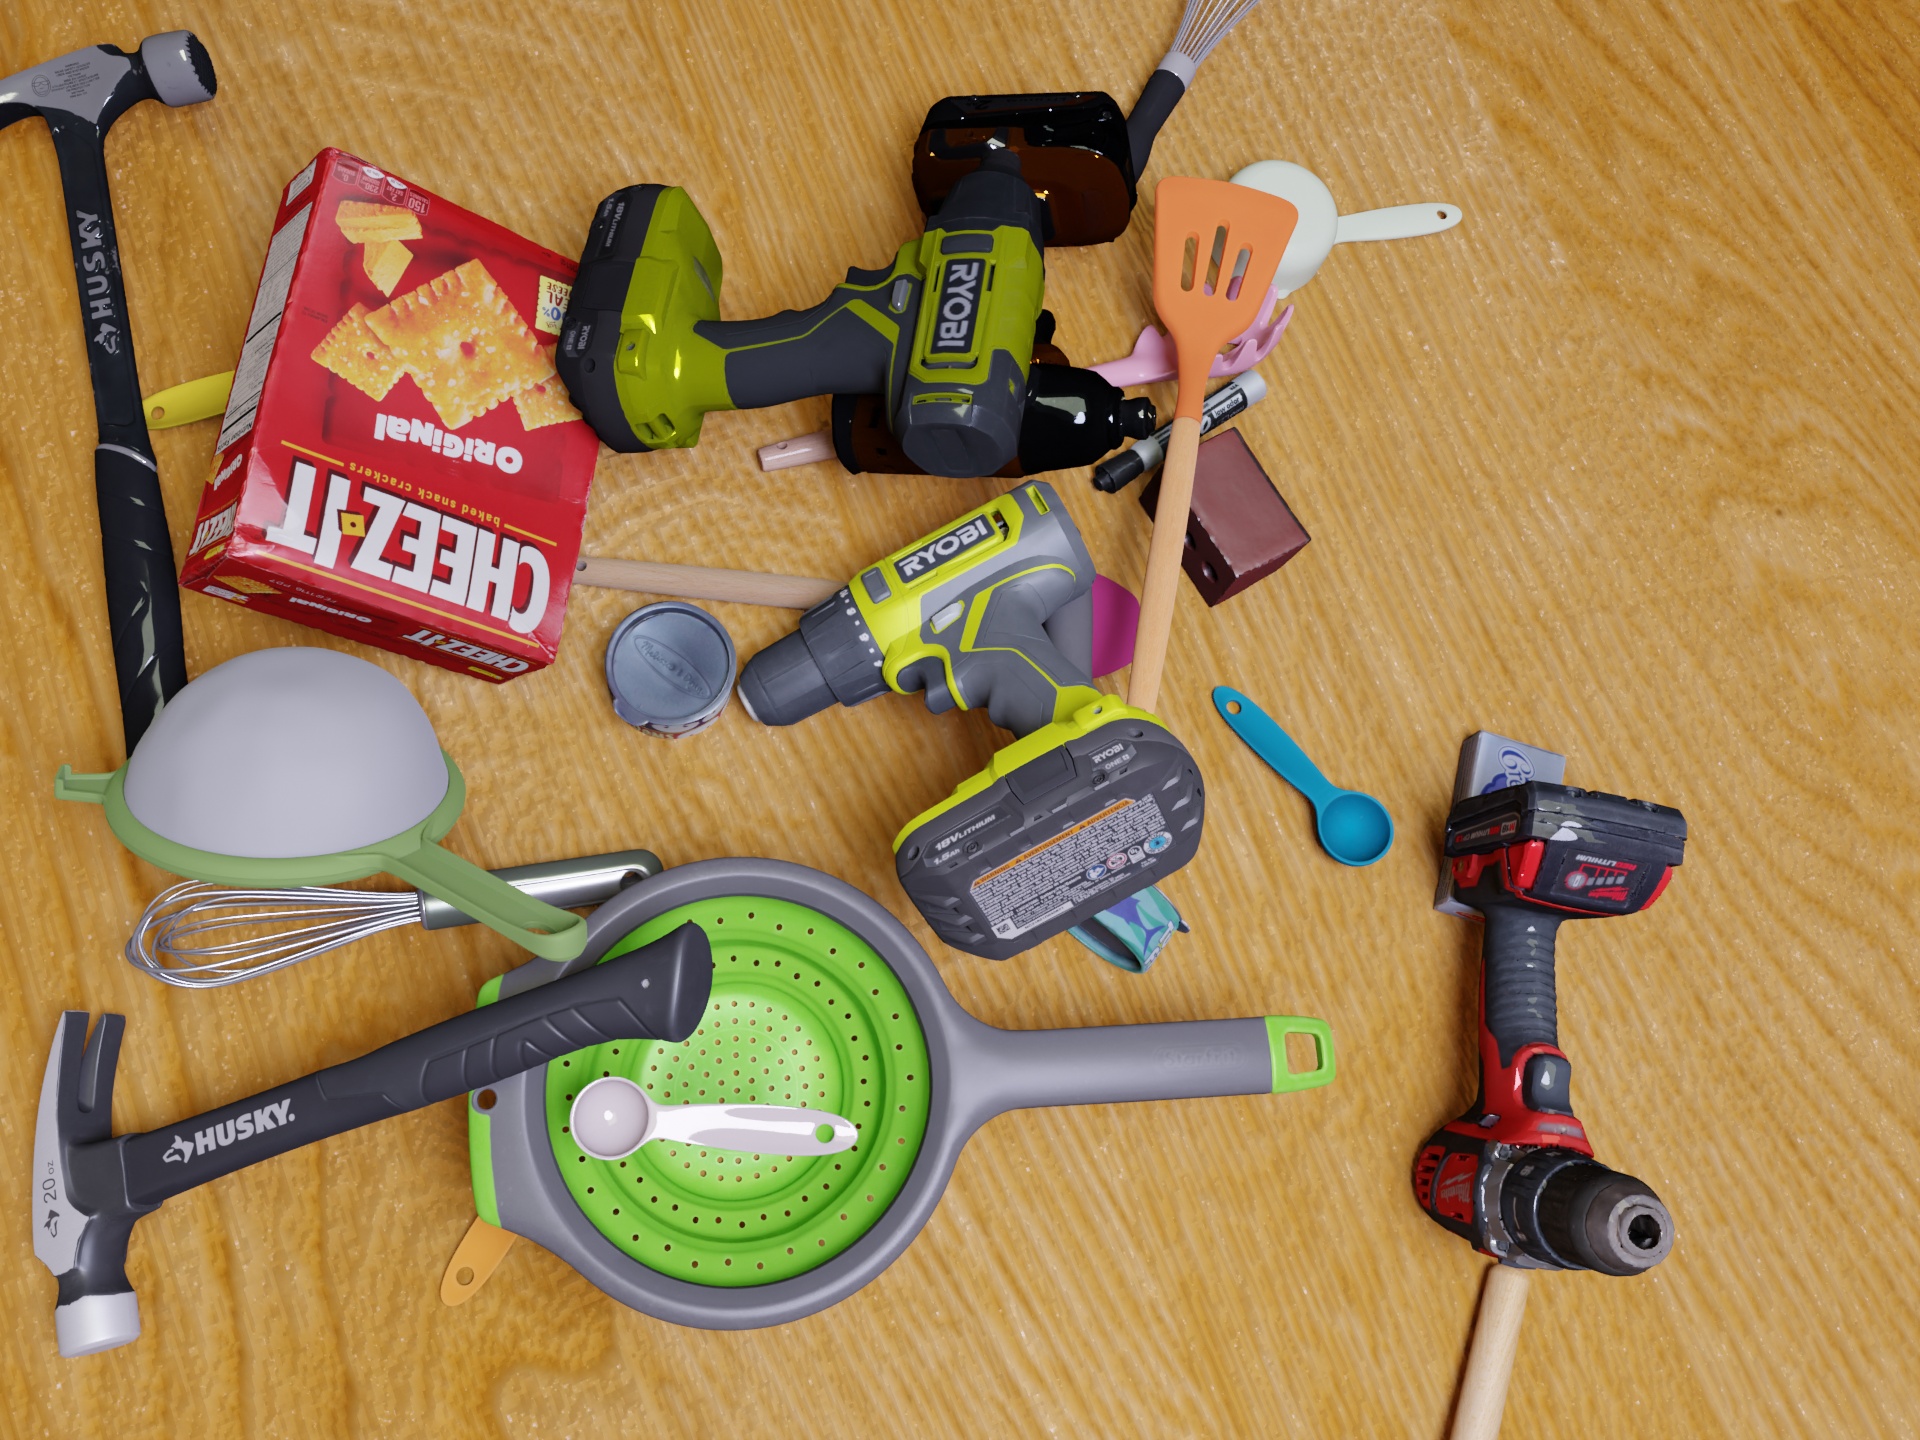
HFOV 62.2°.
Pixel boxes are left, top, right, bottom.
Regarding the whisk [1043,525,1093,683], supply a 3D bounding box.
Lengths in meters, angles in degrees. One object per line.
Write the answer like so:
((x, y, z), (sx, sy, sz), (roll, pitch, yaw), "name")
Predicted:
((0.056, -0.008, 0.812), (0.055, 0.055, 0.239), (5, 57, -9), "whisk")

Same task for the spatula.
((0.117, -0.140, 0.839), (0.081, 0.041, 0.323), (12, 70, -1), "spatula")

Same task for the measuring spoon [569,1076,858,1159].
((-0.106, 0.176, 0.688), (0.124, 0.018, 0.034), (8, 74, -14), "measuring spoon")

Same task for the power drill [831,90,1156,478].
((0.034, -0.227, 0.847), (0.164, 0.084, 0.227), (5, 64, 16), "power drill")

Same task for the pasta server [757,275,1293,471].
((0.039, -0.189, 0.896), (0.316, 0.040, 0.060), (-16, 50, -12), "pasta server")

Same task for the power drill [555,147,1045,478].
((-0.071, -0.204, 0.782), (0.223, 0.080, 0.171), (2, 67, 15), "power drill")

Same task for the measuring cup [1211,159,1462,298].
((0.232, -0.305, 0.959), (0.167, 0.038, 0.083), (-9, 77, -10), "measuring cup")

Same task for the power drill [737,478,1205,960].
((-0.001, -0.002, 0.759), (0.190, 0.080, 0.229), (-28, 45, 2), "power drill")

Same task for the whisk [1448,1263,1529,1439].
((0.238, 0.387, 0.777), (0.051, 0.047, 0.245), (28, 68, -14), "whisk")

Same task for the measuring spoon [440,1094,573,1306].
((-0.210, 0.225, 0.758), (0.021, 0.011, 0.117), (33, 76, -1), "measuring spoon")

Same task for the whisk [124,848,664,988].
((-0.266, 0.090, 0.765), (0.246, 0.059, 0.057), (-7, 115, -16), "whisk")

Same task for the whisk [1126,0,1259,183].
((0.145, -0.418, 0.970), (0.070, 0.070, 0.285), (31, 77, -1), "whisk")

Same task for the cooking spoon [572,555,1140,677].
((-0.056, -0.065, 0.856), (0.319, 0.017, 0.069), (5, 74, -9), "cooking spoon")

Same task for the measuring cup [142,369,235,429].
((-0.354, -0.174, 0.835), (0.156, 0.029, 0.062), (-15, 79, -1), "measuring cup")

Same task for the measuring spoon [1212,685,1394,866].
((0.184, 0.030, 0.877), (0.042, 0.021, 0.129), (-38, 75, -17), "measuring spoon")

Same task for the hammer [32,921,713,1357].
((-0.257, 0.153, 0.681), (0.335, 0.035, 0.146), (-21, 71, 12), "hammer")

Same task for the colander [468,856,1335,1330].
((-0.023, 0.170, 0.757), (0.397, 0.094, 0.205), (-1, 76, -10), "colander")

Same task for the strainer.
((-0.255, 0.026, 0.684), (0.256, 0.069, 0.151), (22, 28, 27), "strainer")

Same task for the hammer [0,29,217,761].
((-0.428, -0.150, 0.799), (0.149, 0.036, 0.409), (-13, 80, -2), "hammer")

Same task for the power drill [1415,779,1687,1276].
((0.285, 0.148, 0.759), (0.080, 0.188, 0.227), (11, 80, -4), "power drill")
